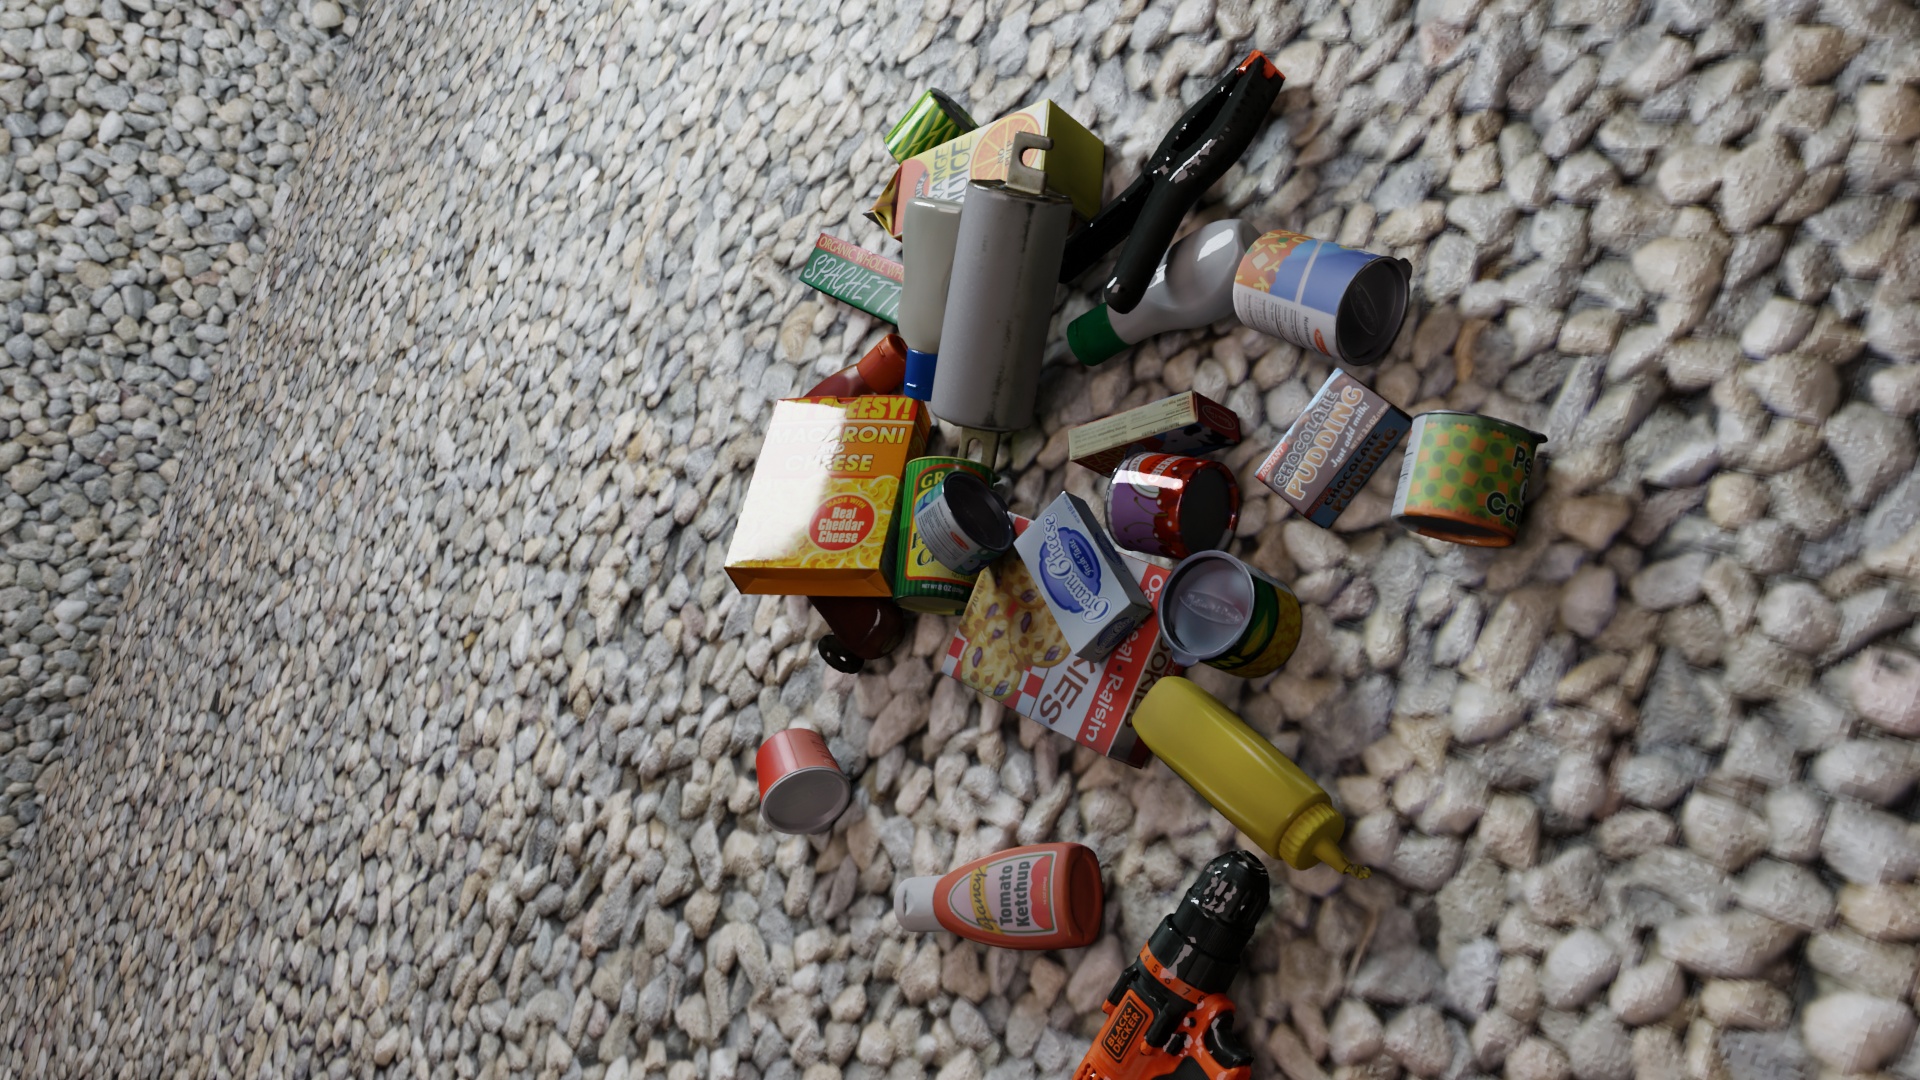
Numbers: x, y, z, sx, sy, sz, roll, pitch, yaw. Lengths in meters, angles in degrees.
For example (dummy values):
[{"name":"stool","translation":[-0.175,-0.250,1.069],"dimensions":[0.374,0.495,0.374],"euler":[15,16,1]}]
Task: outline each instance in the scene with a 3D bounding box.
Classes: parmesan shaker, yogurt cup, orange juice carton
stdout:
[{"name":"parmesan shaker","translation":[-0.009,-0.002,1.009],"dimensions":[0.071,0.071,0.103],"euler":[-8,70,42]},{"name":"yogurt cup","translation":[-0.122,0.178,1.045],"dimensions":[0.072,0.072,0.054],"euler":[-50,39,17]},{"name":"orange juice carton","translation":[0.014,-0.267,1.089],"dimensions":[0.192,0.072,0.073],"euler":[-10,66,41]}]

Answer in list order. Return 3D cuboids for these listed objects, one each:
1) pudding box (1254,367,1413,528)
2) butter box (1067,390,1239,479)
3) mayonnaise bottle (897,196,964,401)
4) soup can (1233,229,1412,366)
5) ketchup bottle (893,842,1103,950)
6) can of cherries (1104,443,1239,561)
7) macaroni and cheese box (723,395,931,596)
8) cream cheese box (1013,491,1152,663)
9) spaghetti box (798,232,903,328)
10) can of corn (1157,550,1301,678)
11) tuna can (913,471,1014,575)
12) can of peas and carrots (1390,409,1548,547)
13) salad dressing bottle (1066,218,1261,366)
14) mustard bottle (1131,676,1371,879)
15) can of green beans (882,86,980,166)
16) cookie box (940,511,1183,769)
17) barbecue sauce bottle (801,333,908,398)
[{"name":"pudding box","translation":[0.223,-0.056,0.832],"dimensions":[0.083,0.030,0.050],"euler":[-53,45,14]},{"name":"butter box","translation":[0.126,-0.068,0.914],"dimensions":[0.103,0.053,0.024],"euler":[-16,66,40]},{"name":"mayonnaise bottle","translation":[-0.018,-0.180,1.045],"dimensions":[0.065,0.041,0.147],"euler":[21,114,37]},{"name":"soup can","translation":[0.221,-0.152,0.848],"dimensions":[0.084,0.071,0.071],"euler":[32,97,46]},{"name":"ketchup bottle","translation":[0.022,0.233,0.899],"dimensions":[0.148,0.043,0.065],"euler":[-16,63,40]},{"name":"can of cherries","translation":[0.133,-0.023,0.876],"dimensions":[0.058,0.071,0.071],"euler":[13,83,46]},{"name":"macaroni and cheese box","translation":[-0.098,-0.037,1.060],"dimensions":[0.124,0.040,0.167],"euler":[0,54,16]},{"name":"cream cheese box","translation":[0.076,0.023,0.886],"dimensions":[0.053,0.024,0.104],"euler":[-47,46,21]},{"name":"spaghetti box","translation":[-0.054,-0.205,1.159],"dimensions":[0.250,0.028,0.050],"euler":[32,96,46]},{"name":"can of corn","translation":[0.160,0.048,0.830],"dimensions":[0.071,0.058,0.071],"euler":[-18,62,38]},{"name":"tuna can","translation":[0.003,-0.012,0.946],"dimensions":[0.032,0.071,0.071],"euler":[-39,51,30]},{"name":"can of peas and carrots","translation":[0.274,-0.032,0.749],"dimensions":[0.071,0.071,0.059],"euler":[9,81,45]},{"name":"salad dressing bottle","translation":[0.139,-0.165,0.948],"dimensions":[0.147,0.044,0.064],"euler":[-25,56,37]},{"name":"mustard bottle","translation":[0.166,0.139,0.785],"dimensions":[0.048,0.065,0.161],"euler":[-54,49,8]},{"name":"can of green beans","translation":[-0.021,-0.332,1.152],"dimensions":[0.057,0.071,0.071],"euler":[-42,49,23]},{"name":"cookie box","translation":[0.074,0.062,0.921],"dimensions":[0.167,0.040,0.123],"euler":[22,89,47]},{"name":"barbecue sauce bottle","translation":[-0.097,-0.110,1.151],"dimensions":[0.148,0.043,0.065],"euler":[-41,57,24]}]
